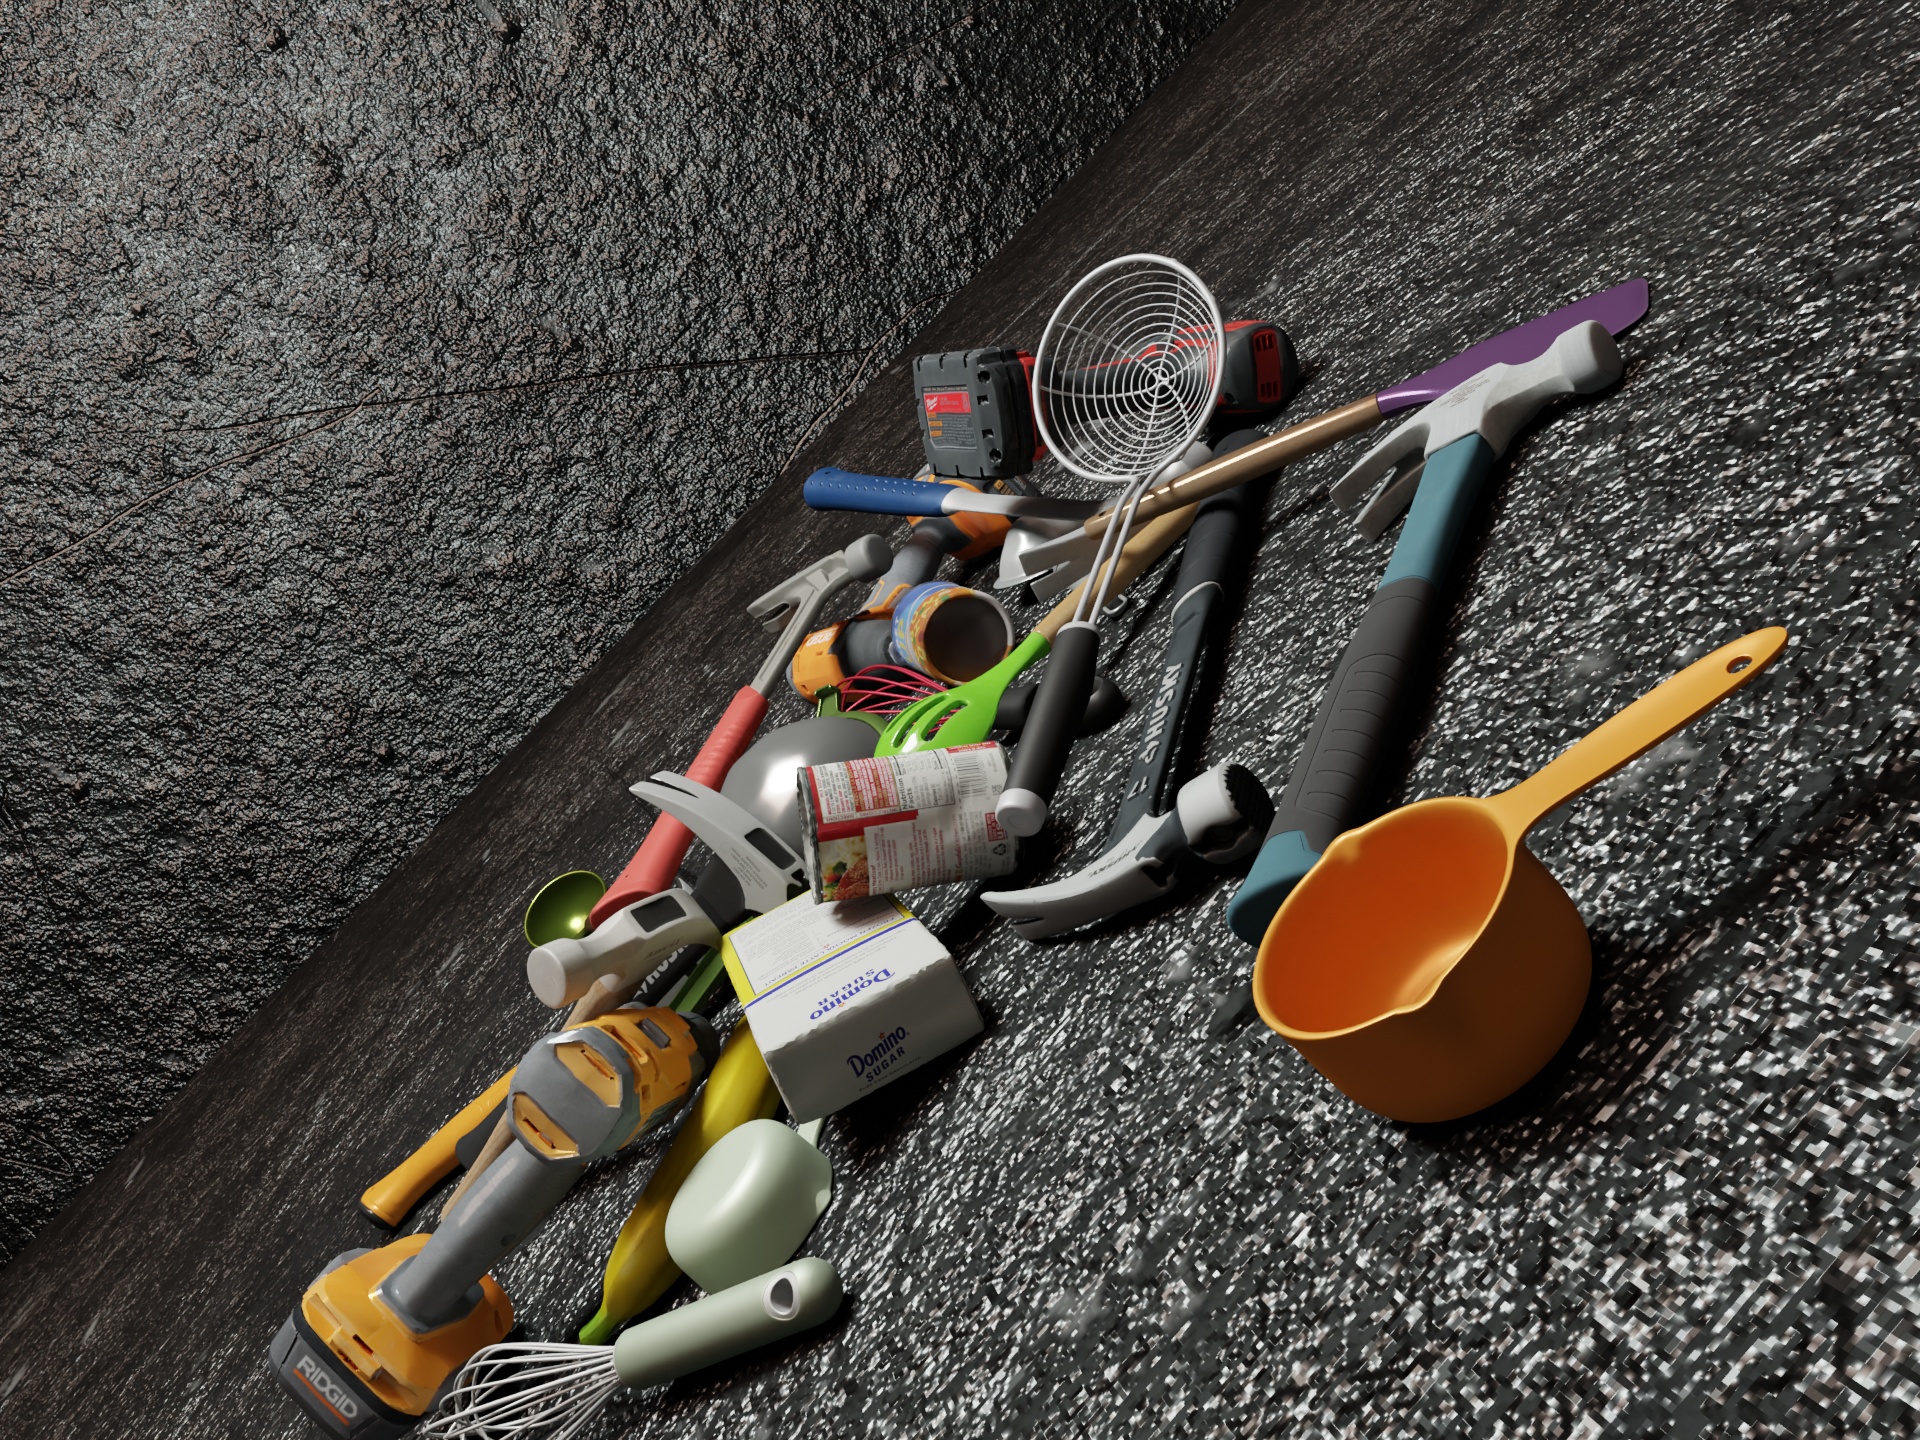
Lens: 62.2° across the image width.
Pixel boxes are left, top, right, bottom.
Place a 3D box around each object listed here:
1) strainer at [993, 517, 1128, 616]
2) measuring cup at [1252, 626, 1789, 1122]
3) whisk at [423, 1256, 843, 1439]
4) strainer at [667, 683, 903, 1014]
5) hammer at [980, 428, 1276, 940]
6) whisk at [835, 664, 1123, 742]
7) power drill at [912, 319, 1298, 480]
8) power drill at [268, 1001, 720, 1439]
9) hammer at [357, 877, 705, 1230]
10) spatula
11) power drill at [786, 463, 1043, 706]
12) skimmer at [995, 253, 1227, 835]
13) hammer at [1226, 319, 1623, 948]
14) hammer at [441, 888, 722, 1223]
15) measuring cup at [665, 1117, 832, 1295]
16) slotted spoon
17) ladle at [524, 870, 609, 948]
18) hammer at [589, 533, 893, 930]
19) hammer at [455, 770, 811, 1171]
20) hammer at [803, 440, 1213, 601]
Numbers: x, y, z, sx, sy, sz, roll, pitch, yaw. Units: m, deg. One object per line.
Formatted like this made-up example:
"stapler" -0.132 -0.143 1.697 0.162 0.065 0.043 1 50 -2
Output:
"strainer" 0.070 -0.104 1.053 0.087 0.050 0.259 -31 20 -1
"measuring cup" 0.165 0.045 0.443 0.173 0.052 0.095 -39 17 14
"whisk" -0.139 0.268 0.660 0.246 0.059 0.058 -31 58 29
"strainer" -0.134 0.095 0.946 0.256 0.069 0.152 -54 38 7
"hammer" 0.114 -0.043 0.807 0.149 0.036 0.409 -35 19 35
"whisk" -0.002 -0.003 0.956 0.296 0.073 0.073 -5 43 56
"power drill" 0.085 -0.220 1.059 0.226 0.080 0.188 -15 15 -21
"power drill" -0.213 0.234 0.794 0.226 0.084 0.185 -50 -8 2
"hammer" -0.300 0.245 1.112 0.337 0.034 0.127 -41 18 14
"spatula" 0.195 -0.151 0.823 0.316 0.018 0.060 -19 29 36
"power drill" -0.032 -0.110 1.243 0.226 0.084 0.164 -55 21 -20
"skimmer" 0.058 -0.103 0.810 0.127 0.090 0.364 -17 37 36
"hammer" 0.179 -0.042 0.647 0.128 0.033 0.331 -25 26 48
"hammer" -0.226 0.201 0.889 0.130 0.031 0.331 -22 -24 -48
"measuring cup" -0.084 0.183 0.728 0.083 0.038 0.168 -33 22 36
"slotted spoon" 0.059 -0.059 0.900 0.070 0.031 0.314 9 42 46
"ladle" -0.283 0.145 1.199 0.078 0.062 0.320 -49 9 -18
"hammer" -0.160 0.010 1.087 0.149 0.036 0.359 -26 28 41
"hammer" -0.210 0.172 0.944 0.334 0.146 0.035 -46 -7 27
"hammer" -0.003 -0.153 1.126 0.144 0.035 0.406 -38 28 -23
